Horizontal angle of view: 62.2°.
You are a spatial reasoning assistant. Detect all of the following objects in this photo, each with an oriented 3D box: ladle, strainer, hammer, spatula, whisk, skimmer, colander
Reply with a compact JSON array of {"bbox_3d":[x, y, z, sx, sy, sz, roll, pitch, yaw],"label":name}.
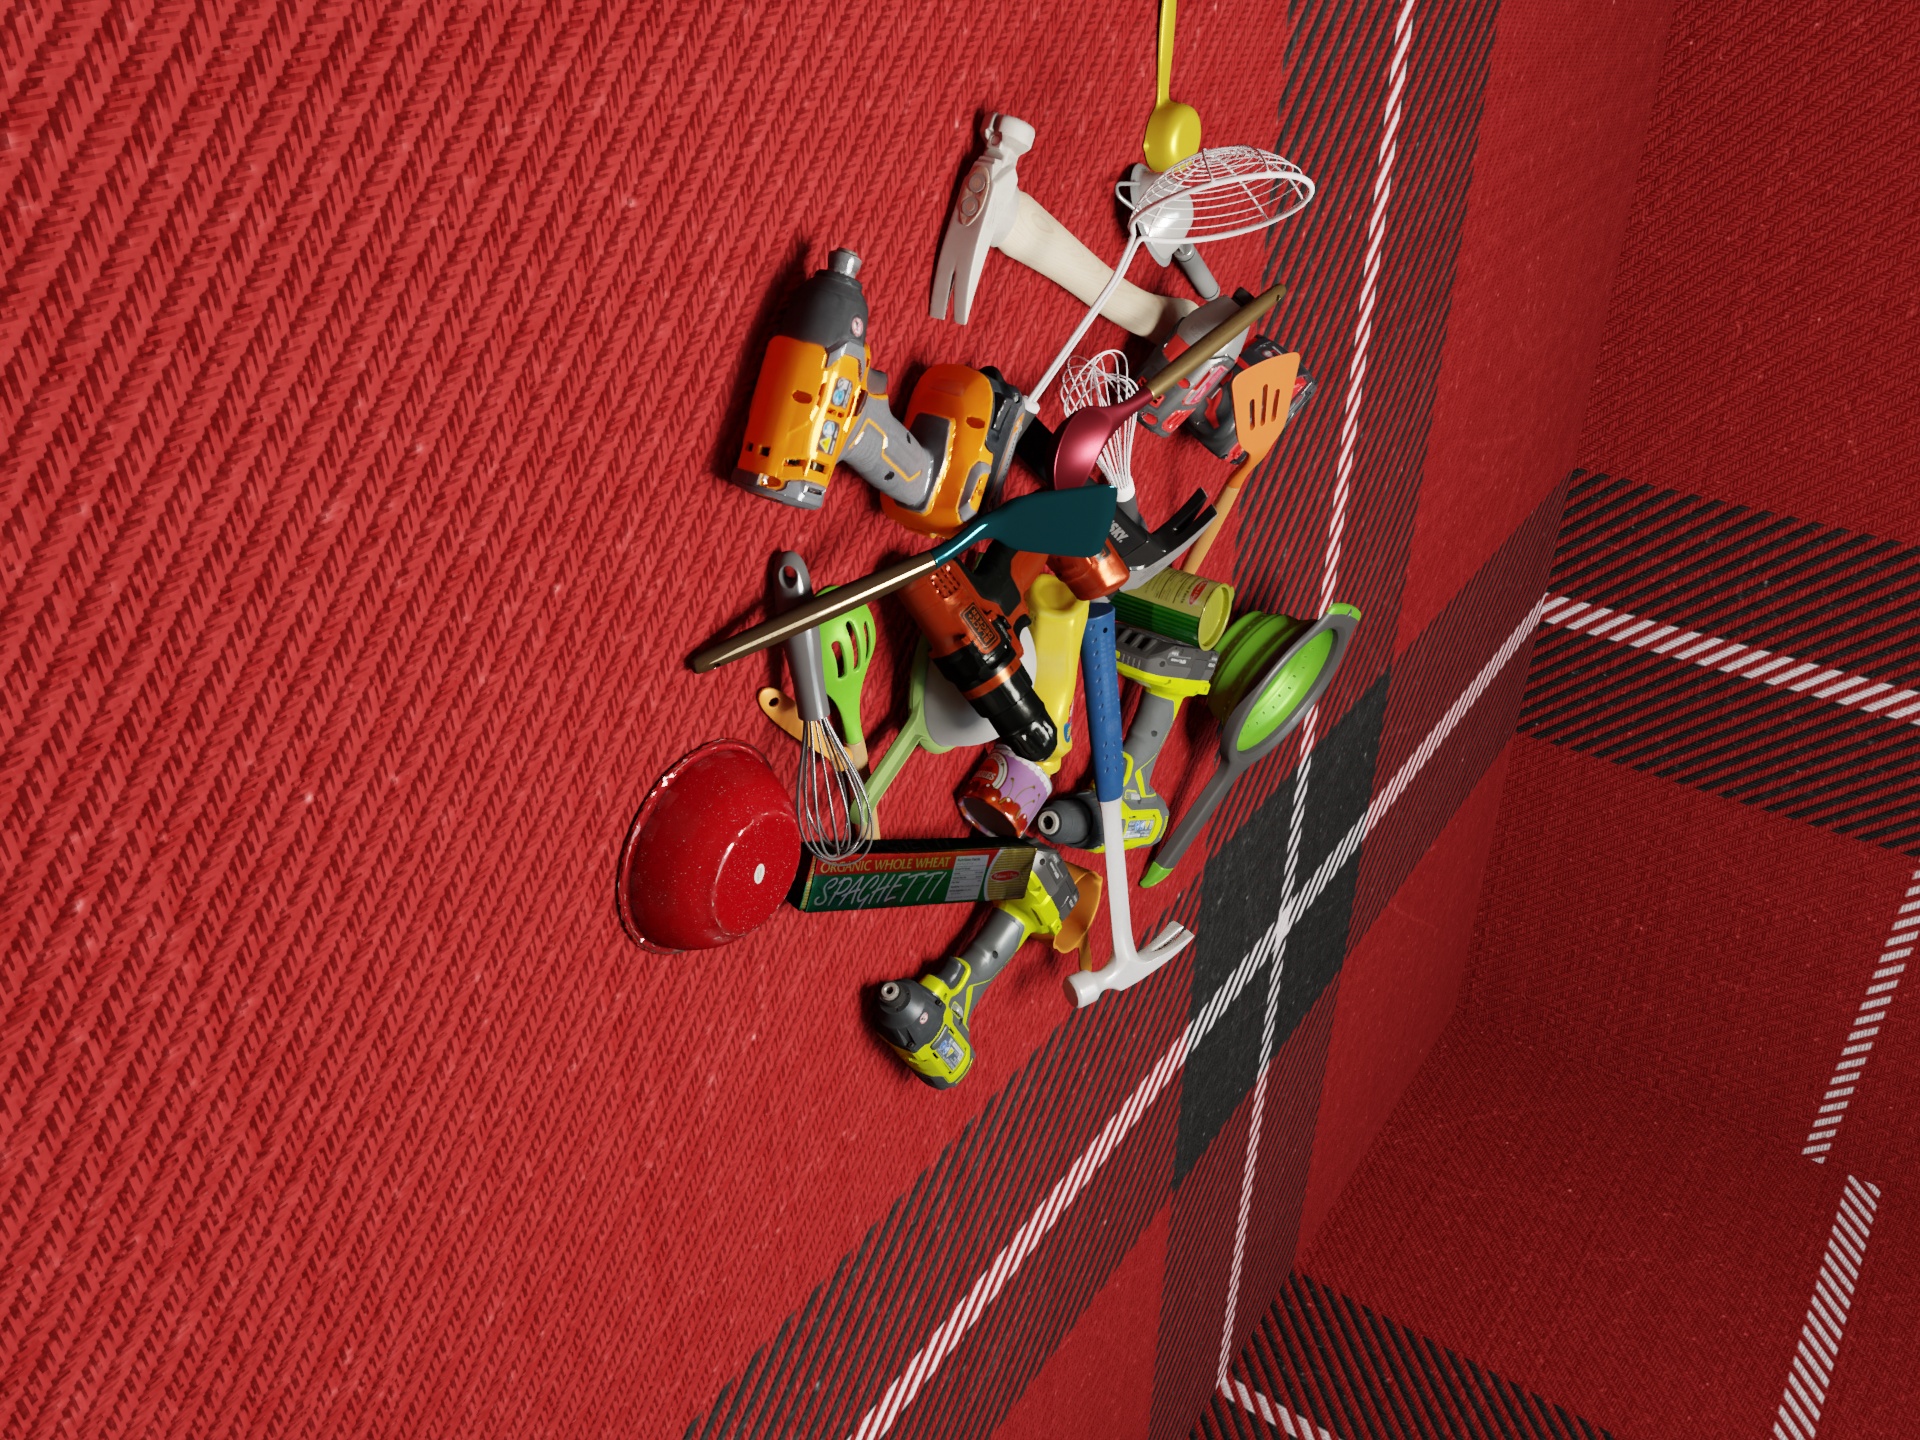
[{"bbox_3d":[0.167,-0.277,1.286,0.315,0.031,0.069,-41,143,-27],"label":"ladle"},{"bbox_3d":[-0.002,-0.004,1.264,0.256,0.069,0.151,-56,151,-38],"label":"strainer"},{"bbox_3d":[0.099,-0.201,1.325,0.146,0.035,0.334,-34,147,15],"label":"hammer"},{"bbox_3d":[0.248,-0.218,1.517,0.081,0.041,0.322,-25,158,-25],"label":"spatula"},{"bbox_3d":[-0.101,-0.005,1.123,0.055,0.055,0.238,-33,123,-47],"label":"whisk"},{"bbox_3d":[0.195,-0.417,1.390,0.258,0.050,0.087,17,66,-67],"label":"strainer"},{"bbox_3d":[0.105,-0.261,1.153,0.363,0.090,0.127,-52,161,20],"label":"skimmer"},{"bbox_3d":[-0.037,-0.093,1.090,0.317,0.044,0.082,-26,155,-20],"label":"spatula"},{"bbox_3d":[0.293,0.012,1.802,0.397,0.095,0.204,-57,154,16],"label":"colander"},{"bbox_3d":[0.147,0.080,1.515,0.144,0.035,0.405,-20,118,-25],"label":"hammer"},{"bbox_3d":[0.139,-0.227,1.408,0.070,0.070,0.284,-59,154,-18],"label":"whisk"},{"bbox_3d":[0.105,-0.347,1.293,0.410,0.038,0.146,5,105,-60],"label":"hammer"}]

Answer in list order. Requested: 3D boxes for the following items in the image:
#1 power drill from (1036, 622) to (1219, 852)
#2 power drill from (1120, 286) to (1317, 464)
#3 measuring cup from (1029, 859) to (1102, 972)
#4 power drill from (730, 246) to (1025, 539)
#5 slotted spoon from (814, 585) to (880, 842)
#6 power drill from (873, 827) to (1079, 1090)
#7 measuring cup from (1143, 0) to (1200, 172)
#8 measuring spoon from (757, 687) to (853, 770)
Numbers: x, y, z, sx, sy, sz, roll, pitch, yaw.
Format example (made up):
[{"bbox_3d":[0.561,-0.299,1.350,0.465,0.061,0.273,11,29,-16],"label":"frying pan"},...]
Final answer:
[{"bbox_3d":[0.163,0.024,1.584,0.190,0.080,0.228,3,108,-54],"label":"power drill"},{"bbox_3d":[0.240,-0.313,1.450,0.143,0.079,0.219,-49,158,19],"label":"power drill"},{"bbox_3d":[0.103,0.212,1.627,0.095,0.052,0.173,-50,148,-31],"label":"measuring cup"},{"bbox_3d":[-0.050,-0.212,1.074,0.226,0.084,0.164,7,102,-56],"label":"power drill"},{"bbox_3d":[-0.078,0.032,1.232,0.070,0.031,0.313,-38,140,-33],"label":"slotted spoon"},{"bbox_3d":[0.009,0.210,1.443,0.223,0.080,0.171,-55,148,-19],"label":"power drill"},{"bbox_3d":[0.179,-0.529,1.307,0.062,0.029,0.156,-42,142,-40],"label":"measuring cup"},{"bbox_3d":[-0.111,0.008,1.157,0.021,0.011,0.116,-47,139,-2],"label":"measuring spoon"}]
